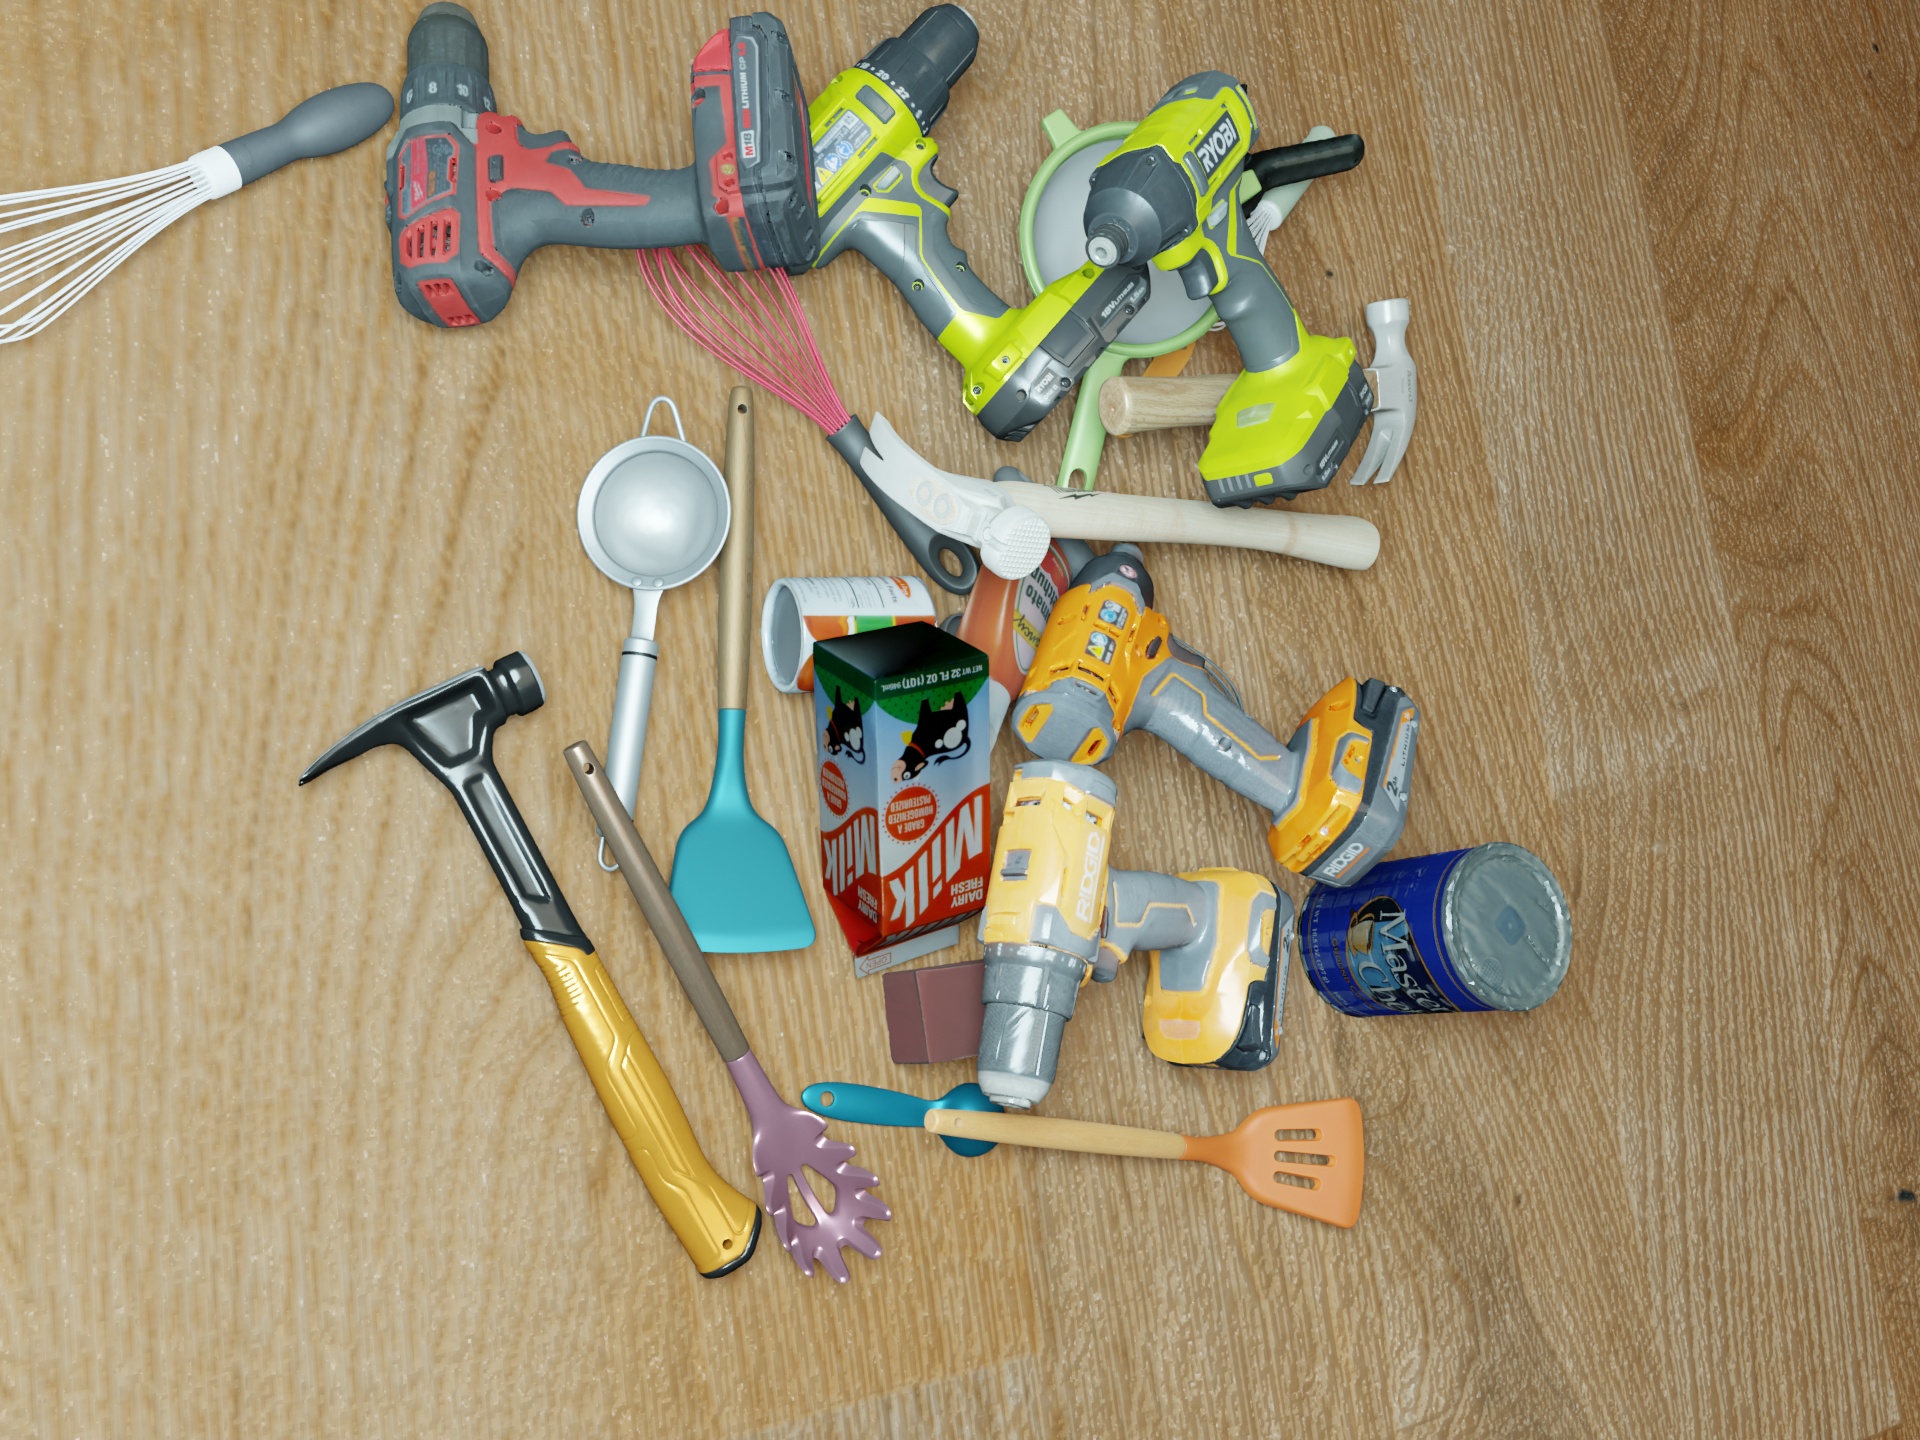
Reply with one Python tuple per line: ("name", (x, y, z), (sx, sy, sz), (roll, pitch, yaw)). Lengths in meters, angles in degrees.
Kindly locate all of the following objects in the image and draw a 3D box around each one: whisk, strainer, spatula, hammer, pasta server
("whisk", (-0.399, -0.259, 0.791), (0.284, 0.070, 0.070), (-42, 99, -33))
("whisk", (0.215, -0.358, 1.143), (0.059, 0.057, 0.246), (28, 58, 12))
("strainer", (0.095, -0.259, 1.052), (0.151, 0.069, 0.256), (13, 91, -11))
("spatula", (0.117, 0.250, 0.941), (0.322, 0.041, 0.081), (16, 72, -34))
("whisk", (-0.084, -0.188, 0.940), (0.295, 0.073, 0.073), (50, 61, -17))
("hammer", (-0.202, 0.138, 0.813), (0.127, 0.034, 0.337), (-30, 94, -26))
("spatula", (-0.122, -0.033, 0.880), (0.082, 0.044, 0.317), (2, 84, -17))
("hammer", (0.211, -0.216, 1.071), (0.331, 0.031, 0.130), (-14, 100, -42))
("hammer", (0.127, -0.130, 1.000), (0.410, 0.146, 0.038), (-2, 122, -43))
("strainer", (-0.174, -0.046, 0.869), (0.087, 0.050, 0.258), (5, 81, 7))
("pasta server", (-0.125, 0.152, 0.824), (0.060, 0.040, 0.316), (-31, 104, -24))
("whisk", (0.103, -0.070, 1.019), (0.239, 0.055, 0.055), (49, 62, -5))

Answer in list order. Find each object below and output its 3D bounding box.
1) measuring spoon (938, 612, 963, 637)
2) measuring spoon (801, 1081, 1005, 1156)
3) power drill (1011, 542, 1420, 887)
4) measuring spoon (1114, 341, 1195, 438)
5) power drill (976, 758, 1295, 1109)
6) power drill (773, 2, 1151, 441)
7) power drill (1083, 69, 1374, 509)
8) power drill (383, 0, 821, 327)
("measuring spoon", (-0.002, -0.003, 0.966), (0.034, 0.018, 0.124), (2, 84, -50))
("measuring spoon", (-0.028, 0.220, 0.895), (0.128, 0.021, 0.042), (15, 72, -26))
("power drill", (0.154, -0.013, 0.947), (0.226, 0.084, 0.164), (26, 50, -4))
("measuring spoon", (0.131, -0.231, 1.090), (0.021, 0.011, 0.117), (42, 59, -11))
("power drill", (0.095, 0.143, 0.908), (0.226, 0.084, 0.185), (29, 64, -41))
("power drill", (0.001, -0.301, 0.962), (0.228, 0.080, 0.190), (41, 83, -6))
("power drill", (0.153, -0.243, 0.934), (0.223, 0.080, 0.171), (57, 48, -27))
("power drill", (-0.197, -0.314, 0.854), (0.226, 0.080, 0.188), (-7, 72, 3))
